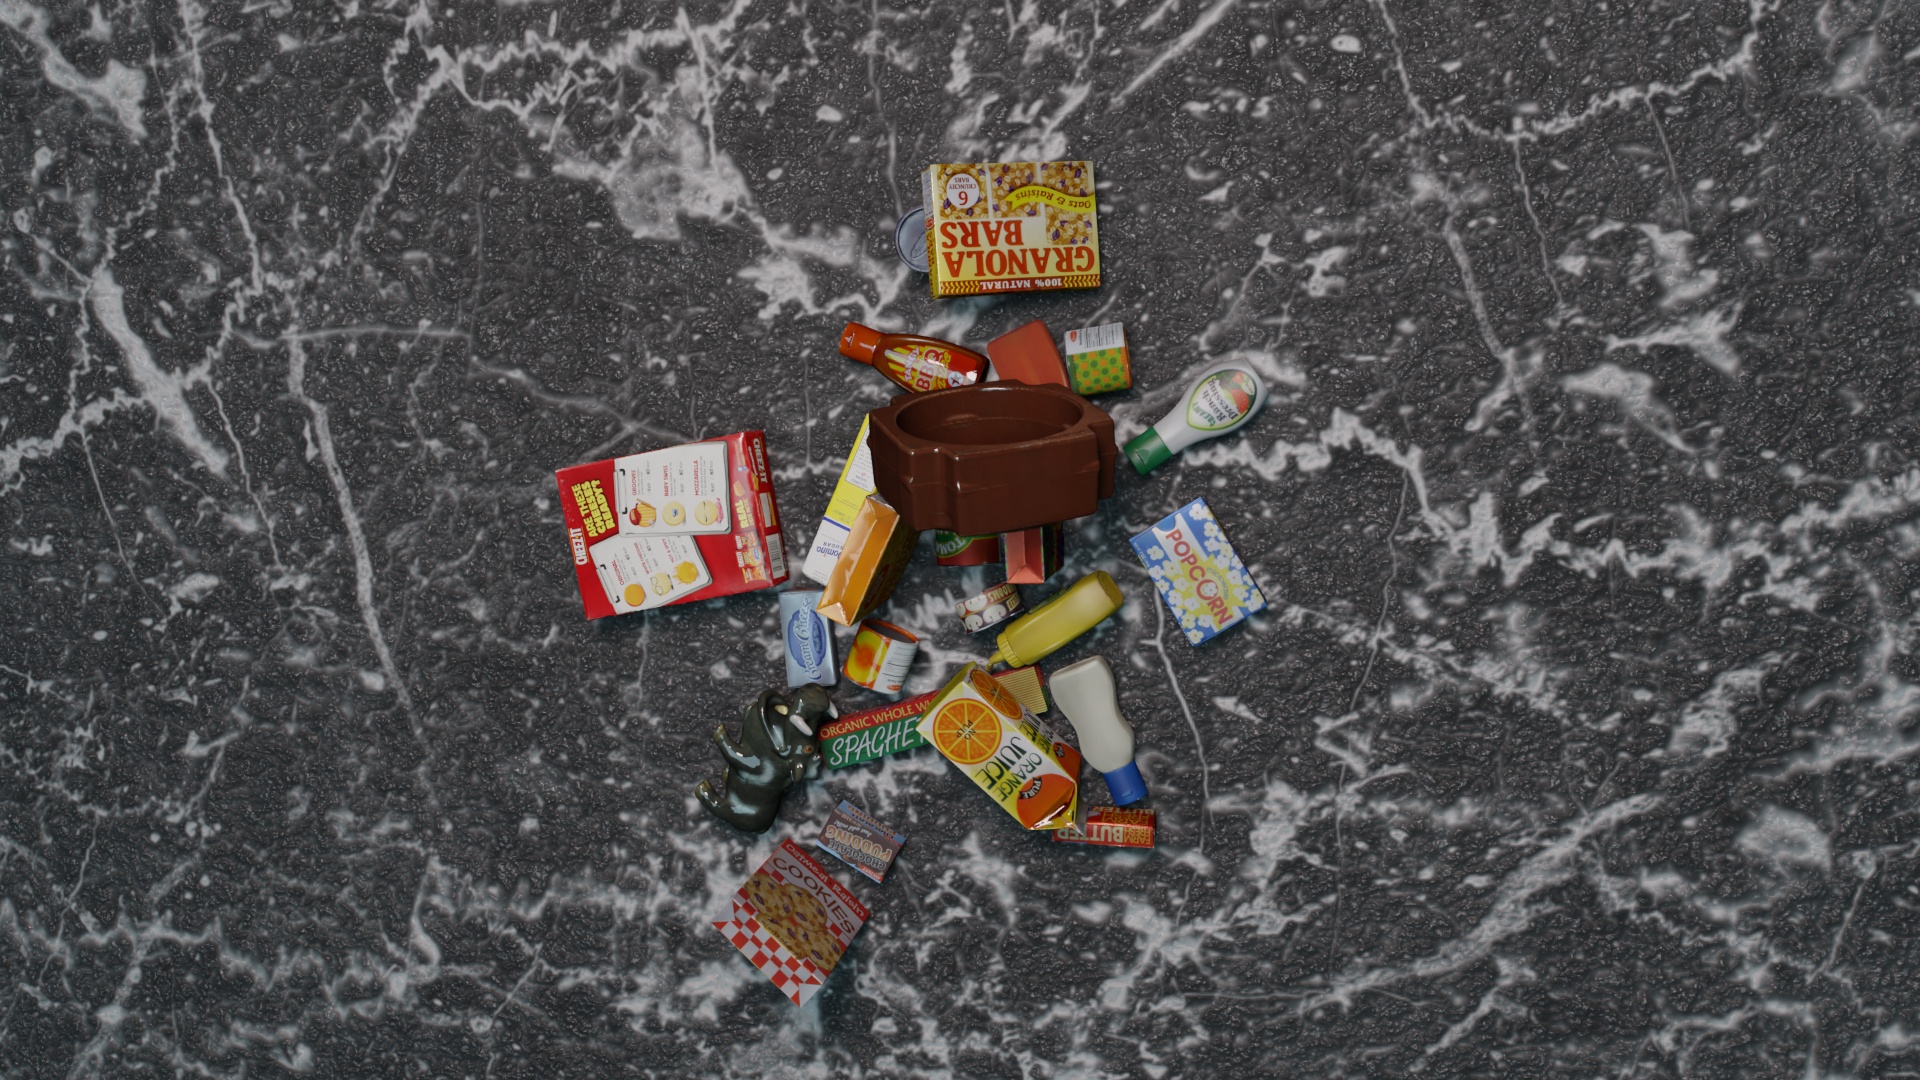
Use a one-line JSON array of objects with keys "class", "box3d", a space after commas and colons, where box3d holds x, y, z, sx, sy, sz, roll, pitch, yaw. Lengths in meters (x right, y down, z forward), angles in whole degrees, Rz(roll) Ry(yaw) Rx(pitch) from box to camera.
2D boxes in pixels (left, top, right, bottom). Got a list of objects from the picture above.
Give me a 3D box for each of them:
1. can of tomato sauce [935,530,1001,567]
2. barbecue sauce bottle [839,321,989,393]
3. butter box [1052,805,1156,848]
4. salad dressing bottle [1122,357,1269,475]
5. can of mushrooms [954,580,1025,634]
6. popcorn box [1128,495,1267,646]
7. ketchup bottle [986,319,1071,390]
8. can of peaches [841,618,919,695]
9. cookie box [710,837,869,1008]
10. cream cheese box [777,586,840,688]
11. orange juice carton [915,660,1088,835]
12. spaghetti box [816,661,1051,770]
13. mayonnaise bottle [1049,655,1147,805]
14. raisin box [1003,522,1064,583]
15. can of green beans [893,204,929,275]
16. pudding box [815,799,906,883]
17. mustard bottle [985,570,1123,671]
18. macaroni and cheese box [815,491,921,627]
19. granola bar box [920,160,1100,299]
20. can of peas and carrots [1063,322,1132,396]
[{"class": "can of tomato sauce", "box3d": [0.005, -0.018, 1.402, 0.071, 0.071, 0.083, -2, 95, 11]}, {"class": "barbecue sauce bottle", "box3d": [-0.049, -0.181, 1.409, 0.148, 0.044, 0.064, 21, 100, 8]}, {"class": "butter box", "box3d": [0.147, 0.290, 1.414, 0.103, 0.053, 0.024, 2, 98, 11]}, {"class": "salad dressing bottle", "box3d": [0.229, -0.119, 1.362, 0.147, 0.044, 0.064, -36, 90, 12]}, {"class": "can of mushrooms", "box3d": [0.031, 0.066, 1.406, 0.071, 0.071, 0.033, -24, 90, 12]}, {"class": "popcorn box", "box3d": [0.236, 0.030, 1.379, 0.085, 0.038, 0.126, -32, 90, 13]}, {"class": "ketchup bottle", "box3d": [0.084, -0.142, 1.387, 0.064, 0.043, 0.148, -25, 91, 16]}, {"class": "can of peaches", "box3d": [-0.084, 0.118, 1.435, 0.071, 0.071, 0.058, 23, 100, 8]}, {"class": "cookie box", "box3d": [-0.170, 0.387, 1.426, 0.123, 0.168, 0.040, 42, 105, 4]}, {"class": "cream cheese box", "box3d": [-0.159, 0.102, 1.468, 0.053, 0.024, 0.103, -5, 95, 12]}, {"class": "orange juice carton", "box3d": [0.055, 0.216, 1.388, 0.192, 0.072, 0.073, 42, 105, -1]}, {"class": "spaghetti box", "box3d": [-0.031, 0.185, 1.450, 0.250, 0.029, 0.050, -17, 92, 12]}, {"class": "mayonnaise bottle", "box3d": [0.145, 0.195, 1.412, 0.064, 0.041, 0.148, -23, 92, 14]}, {"class": "raisin box", "box3d": [0.073, -0.008, 1.362, 0.040, 0.123, 0.086, -2, 95, 13]}, {"class": "can of green beans", "box3d": [-0.028, -0.298, 1.385, 0.071, 0.058, 0.071, 1, 96, 11]}, {"class": "pudding box", "box3d": [-0.106, 0.320, 1.477, 0.084, 0.030, 0.049, 31, 101, 6]}, {"class": "mustard bottle", "box3d": [0.087, 0.088, 1.401, 0.160, 0.065, 0.049, -33, 87, 16]}, {"class": "macaroni and cheese box", "box3d": [-0.080, 0.011, 1.371, 0.040, 0.167, 0.123, 26, 100, 7]}, {"class": "granola bar box", "box3d": [0.049, -0.301, 1.345, 0.166, 0.039, 0.124, -6, 95, -17]}, {"class": "can of peas and carrots", "box3d": [0.136, -0.176, 1.365, 0.059, 0.071, 0.071, -8, 94, 11]}]
